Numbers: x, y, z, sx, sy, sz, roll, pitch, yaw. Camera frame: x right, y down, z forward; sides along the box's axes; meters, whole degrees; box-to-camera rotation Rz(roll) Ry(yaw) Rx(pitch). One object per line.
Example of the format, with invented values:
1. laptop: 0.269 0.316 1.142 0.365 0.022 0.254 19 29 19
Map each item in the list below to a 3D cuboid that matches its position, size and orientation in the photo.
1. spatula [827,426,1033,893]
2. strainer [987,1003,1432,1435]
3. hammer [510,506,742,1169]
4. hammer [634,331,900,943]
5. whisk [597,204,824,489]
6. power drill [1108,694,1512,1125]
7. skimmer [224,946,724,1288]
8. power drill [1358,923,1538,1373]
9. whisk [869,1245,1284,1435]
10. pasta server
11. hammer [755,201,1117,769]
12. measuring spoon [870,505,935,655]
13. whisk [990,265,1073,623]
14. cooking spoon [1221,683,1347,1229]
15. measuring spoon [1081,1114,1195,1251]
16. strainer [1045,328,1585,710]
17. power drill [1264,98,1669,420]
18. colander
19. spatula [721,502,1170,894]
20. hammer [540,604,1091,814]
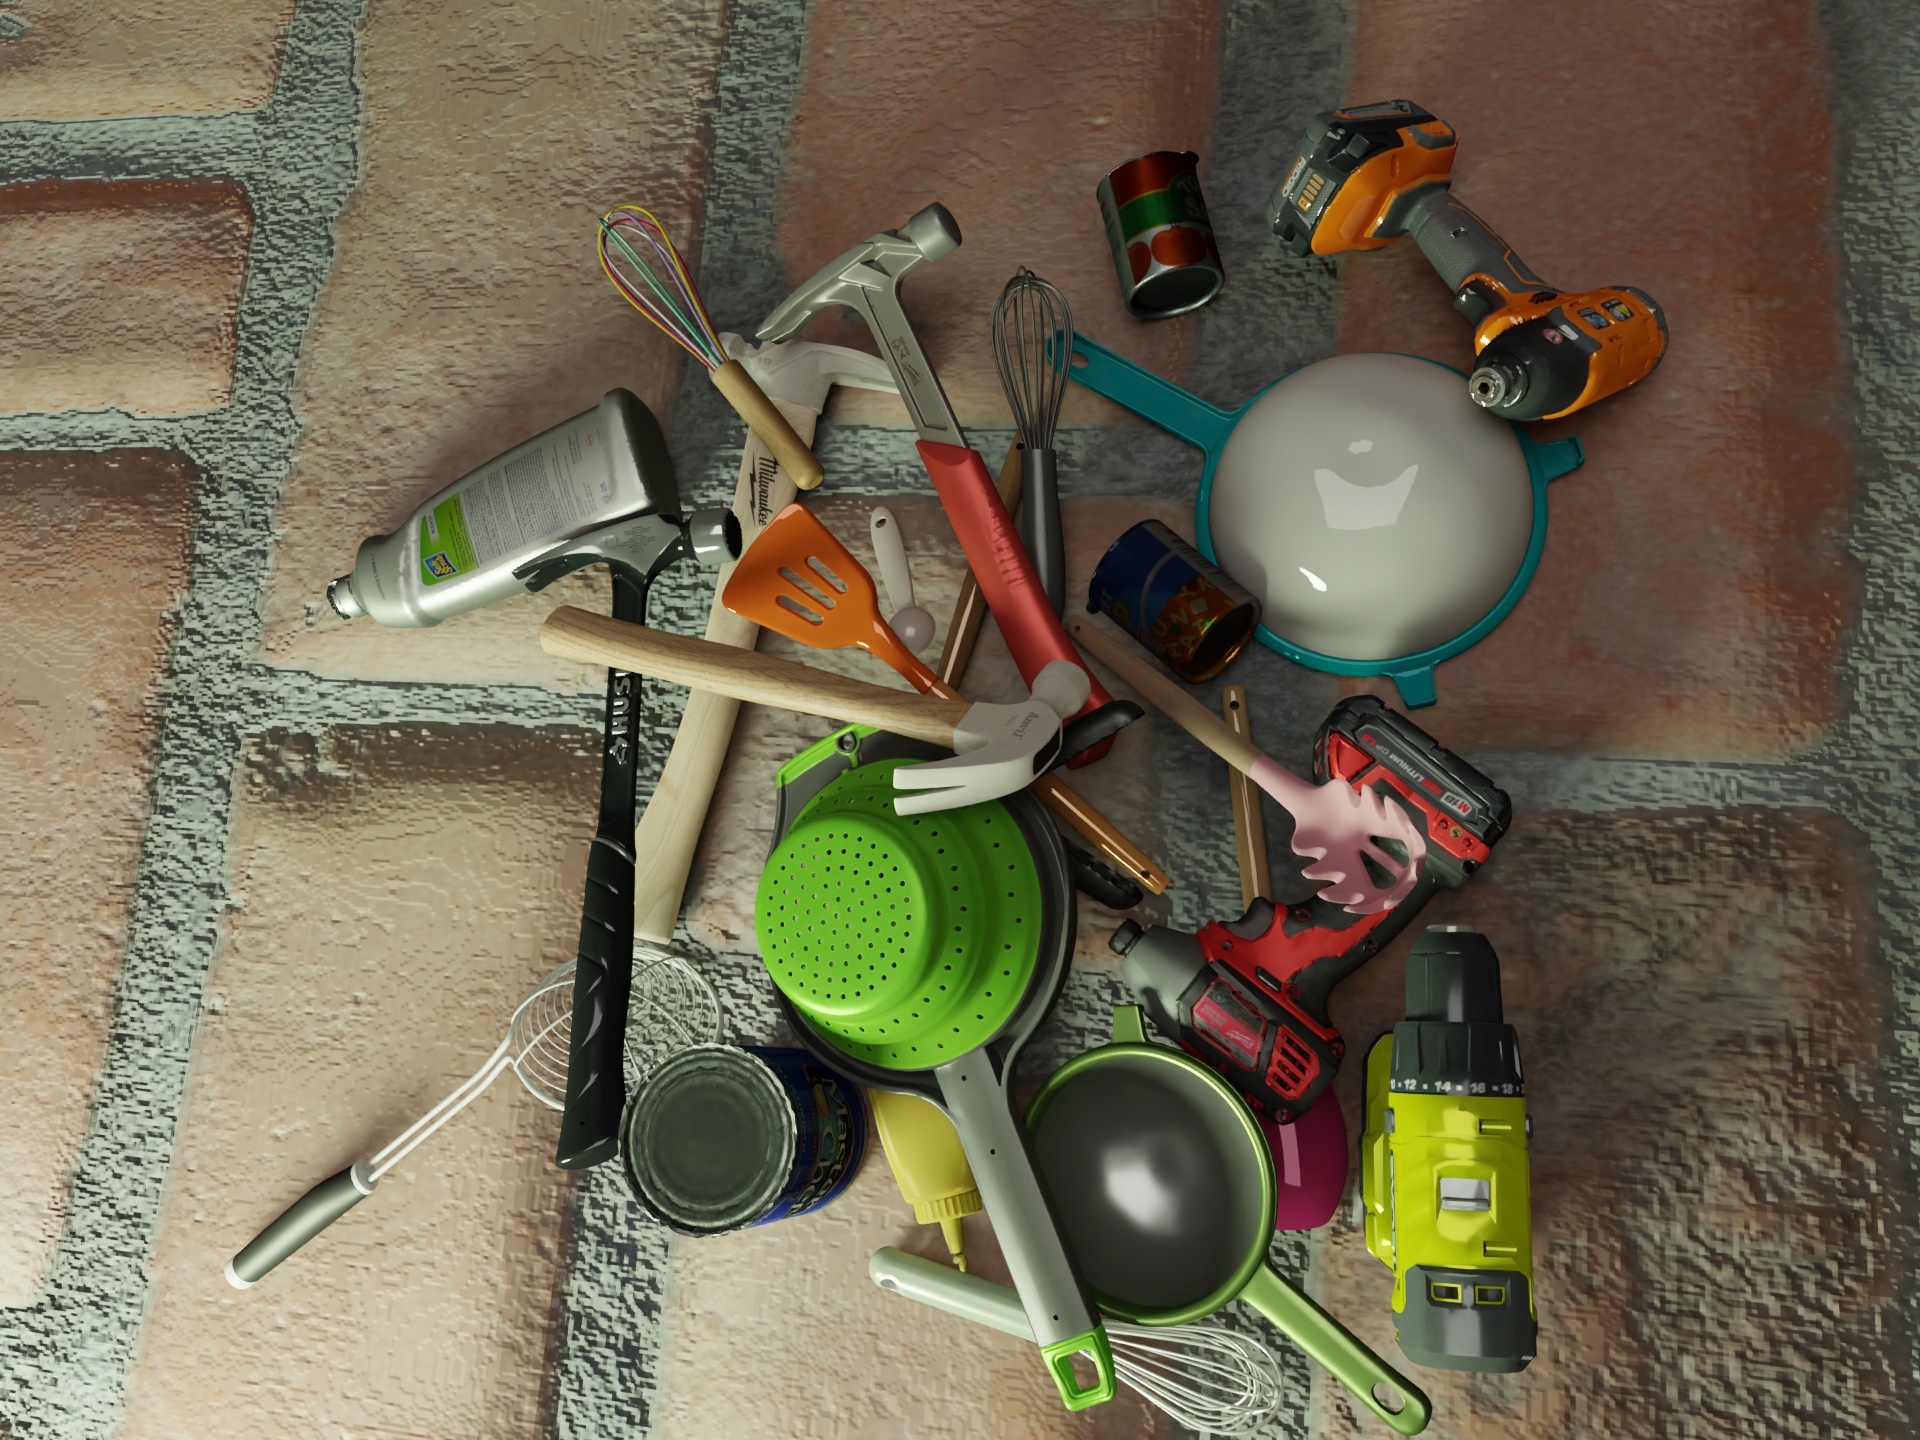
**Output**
1. spatula: -0.002 -0.043 1.005 0.082 0.044 0.317 16 80 7
2. strainer: 0.148 0.280 0.862 0.256 0.069 0.151 37 102 23
3. hammer: -0.214 0.060 0.963 0.149 0.036 0.409 -6 67 12
4. hammer: -0.142 -0.055 1.044 0.146 0.038 0.411 12 81 14
5. whisk: -0.166 -0.250 1.050 0.047 0.051 0.245 -37 78 -5
6. power drill: 0.193 0.100 0.896 0.143 0.078 0.219 38 85 11
7. skimmer: -0.311 0.266 1.005 0.363 0.090 0.127 -38 41 14
8. power drill: 0.242 0.206 0.793 0.080 0.228 0.191 -1 77 13
9. whisk: 0.061 0.345 0.904 0.246 0.057 0.059 13 46 18
10. pasta server: 0.146 0.011 0.889 0.060 0.040 0.317 -57 43 10
11. hammer: -0.001 -0.133 0.988 0.149 0.036 0.359 -29 79 24
12. measuring spoon: -0.044 -0.094 1.022 0.034 0.018 0.124 -27 55 18
13. whisk: 0.048 -0.168 1.009 0.055 0.055 0.239 -3 90 12
14. cooking spoon: 0.178 0.133 0.935 0.069 0.017 0.319 -7 76 9
15. measuring spoon: 0.103 0.269 0.928 0.021 0.011 0.117 -39 76 1
16. strainer: 0.191 -0.170 0.963 0.340 0.095 0.211 32 86 16
17. power drill: 0.290 -0.264 0.935 0.164 0.084 0.227 -26 66 -38
18. colander: -0.016 0.180 0.858 0.204 0.094 0.397 -28 74 20
19. spatula: -0.002 -0.003 0.961 0.323 0.041 0.081 41 102 8
20. hammer: -0.101 -0.019 0.914 0.331 0.031 0.130 13 38 22
